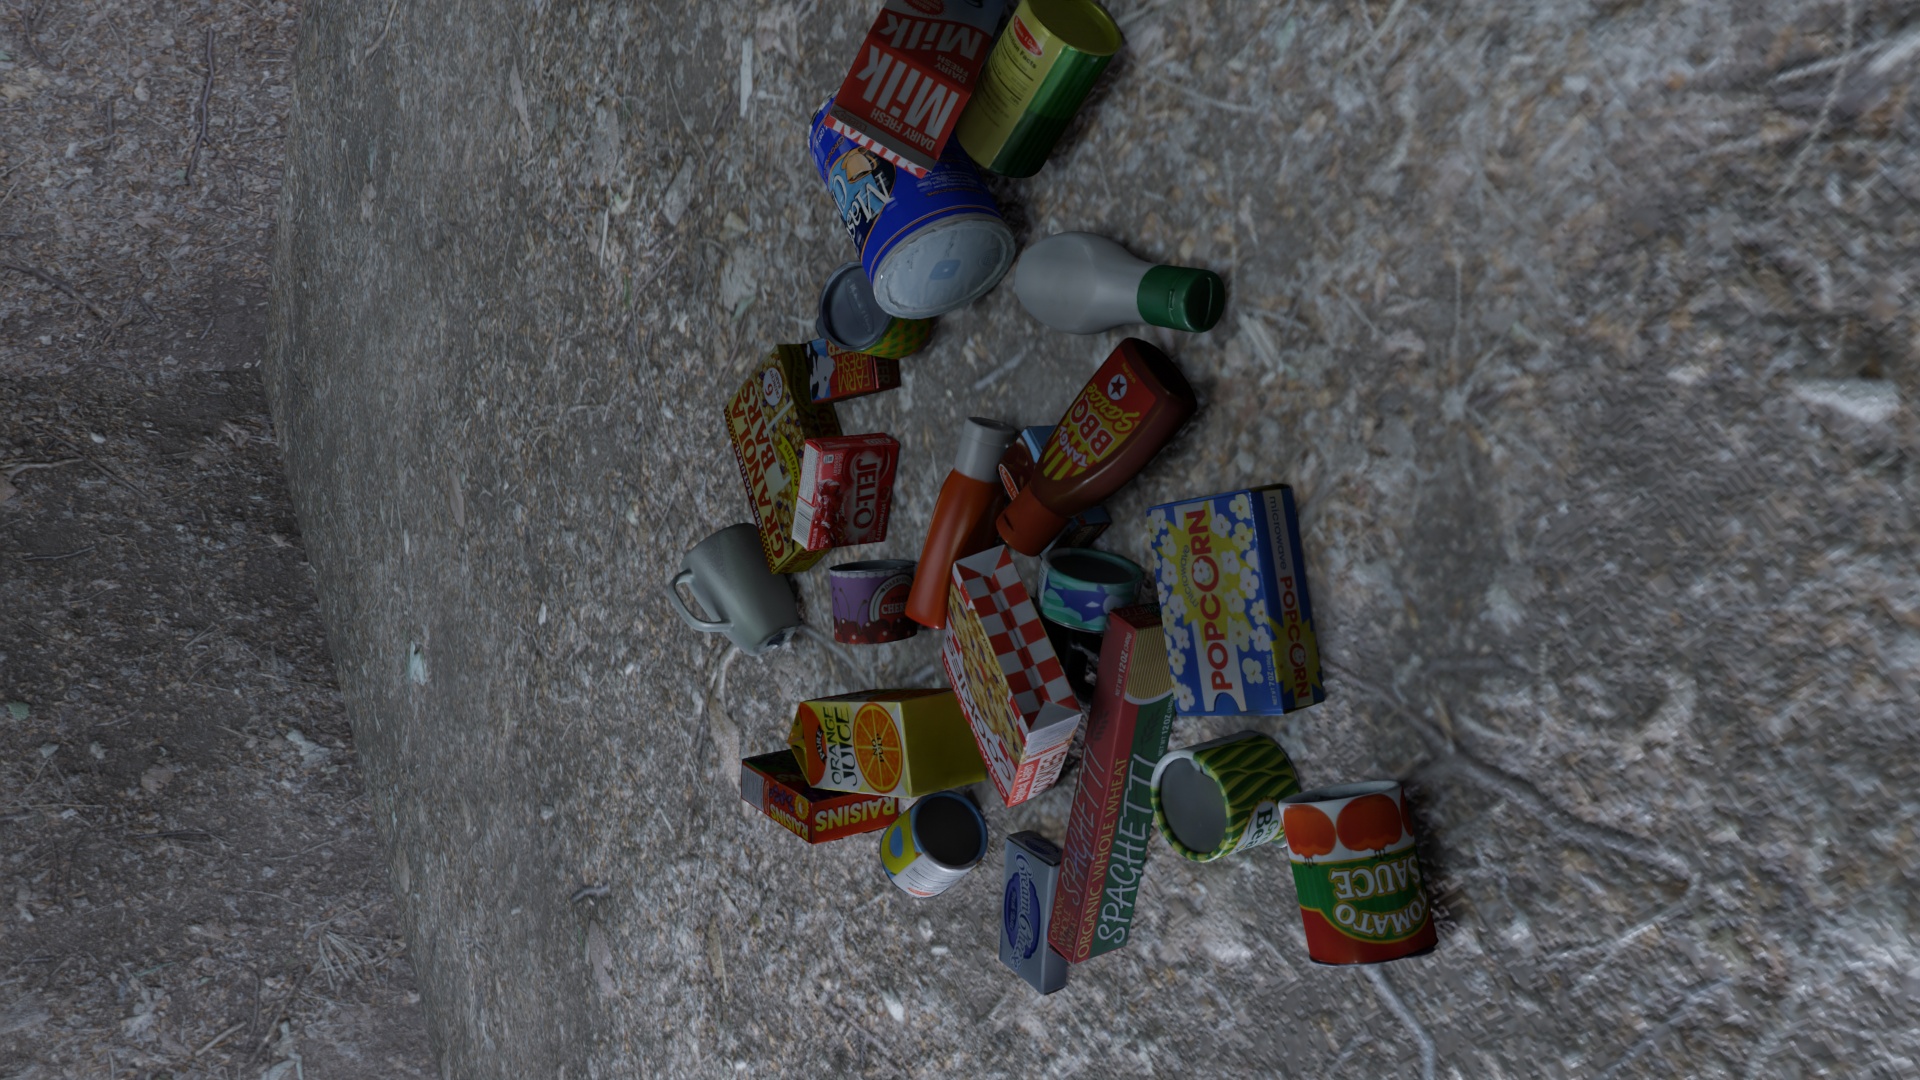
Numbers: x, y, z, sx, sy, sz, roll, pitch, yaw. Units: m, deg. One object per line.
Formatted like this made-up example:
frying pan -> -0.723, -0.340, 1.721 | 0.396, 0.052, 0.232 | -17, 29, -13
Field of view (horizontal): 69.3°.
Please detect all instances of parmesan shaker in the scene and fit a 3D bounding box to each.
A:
parmesan shaker -> 0.046, -0.290, 0.875 | 0.102, 0.071, 0.071 | -52, 55, 46

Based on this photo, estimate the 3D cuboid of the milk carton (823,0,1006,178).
milk carton -> -0.030, -0.301, 0.886 | 0.073, 0.072, 0.191 | -52, 17, 44

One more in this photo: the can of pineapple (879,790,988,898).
can of pineapple -> -0.020, 0.228, 1.055 | 0.057, 0.071, 0.071 | -49, 57, 46

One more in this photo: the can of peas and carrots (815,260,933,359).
can of peas and carrots -> -0.064, -0.169, 1.035 | 0.071, 0.059, 0.071 | 0, 89, 31

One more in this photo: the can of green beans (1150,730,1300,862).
can of green beans -> 0.153, 0.148, 0.806 | 0.071, 0.058, 0.071 | 13, 107, 53

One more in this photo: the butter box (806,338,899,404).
butter box -> -0.088, -0.142, 1.122 | 0.103, 0.024, 0.053 | -3, 92, 54

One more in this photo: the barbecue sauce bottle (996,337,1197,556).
barbecue sauce bottle -> 0.079, -0.052, 0.857 | 0.148, 0.044, 0.065 | -50, 48, 28

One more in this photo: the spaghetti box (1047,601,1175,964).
spaghetti box -> 0.100, 0.159, 0.889 | 0.029, 0.050, 0.249 | 32, 121, 48

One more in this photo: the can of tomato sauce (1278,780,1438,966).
can of tomato sauce -> 0.208, 0.173, 0.726 | 0.071, 0.071, 0.083 | -19, 80, 54

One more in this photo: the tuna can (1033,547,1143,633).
tuna can -> 0.084, 0.031, 0.879 | 0.071, 0.071, 0.032 | 32, 120, 47

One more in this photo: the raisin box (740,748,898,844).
raisin box -> -0.120, 0.212, 1.173 | 0.123, 0.086, 0.040 | 15, 106, 52

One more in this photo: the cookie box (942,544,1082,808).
cookie box -> 0.029, 0.096, 0.929 | 0.166, 0.040, 0.123 | 97, 152, -63

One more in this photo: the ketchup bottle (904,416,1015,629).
ketchup bottle -> 0.004, -0.012, 0.988 | 0.043, 0.065, 0.148 | 22, 106, 24

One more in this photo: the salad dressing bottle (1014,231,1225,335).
salad dressing bottle -> 0.095, -0.154, 0.849 | 0.148, 0.044, 0.064 | 22, 112, 50

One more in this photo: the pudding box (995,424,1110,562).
pudding box -> 0.061, -0.031, 0.928 | 0.049, 0.030, 0.084 | -54, 53, 45

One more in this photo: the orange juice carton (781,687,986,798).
orange juice carton -> -0.067, 0.157, 1.101 | 0.192, 0.072, 0.073 | -9, 88, 54

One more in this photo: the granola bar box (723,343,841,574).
granola bar box -> -0.147, -0.069, 1.203 | 0.123, 0.039, 0.166 | -39, 64, 50

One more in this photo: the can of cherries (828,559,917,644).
can of cherries -> -0.066, 0.048, 1.088 | 0.071, 0.072, 0.058 | 4, 99, 54

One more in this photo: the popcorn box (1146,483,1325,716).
popcorn box -> 0.156, 0.035, 0.800 | 0.085, 0.038, 0.126 | -11, 86, 53

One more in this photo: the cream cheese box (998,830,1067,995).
cream cheese box -> 0.054, 0.265, 0.993 | 0.053, 0.024, 0.103 | 21, 112, 51
